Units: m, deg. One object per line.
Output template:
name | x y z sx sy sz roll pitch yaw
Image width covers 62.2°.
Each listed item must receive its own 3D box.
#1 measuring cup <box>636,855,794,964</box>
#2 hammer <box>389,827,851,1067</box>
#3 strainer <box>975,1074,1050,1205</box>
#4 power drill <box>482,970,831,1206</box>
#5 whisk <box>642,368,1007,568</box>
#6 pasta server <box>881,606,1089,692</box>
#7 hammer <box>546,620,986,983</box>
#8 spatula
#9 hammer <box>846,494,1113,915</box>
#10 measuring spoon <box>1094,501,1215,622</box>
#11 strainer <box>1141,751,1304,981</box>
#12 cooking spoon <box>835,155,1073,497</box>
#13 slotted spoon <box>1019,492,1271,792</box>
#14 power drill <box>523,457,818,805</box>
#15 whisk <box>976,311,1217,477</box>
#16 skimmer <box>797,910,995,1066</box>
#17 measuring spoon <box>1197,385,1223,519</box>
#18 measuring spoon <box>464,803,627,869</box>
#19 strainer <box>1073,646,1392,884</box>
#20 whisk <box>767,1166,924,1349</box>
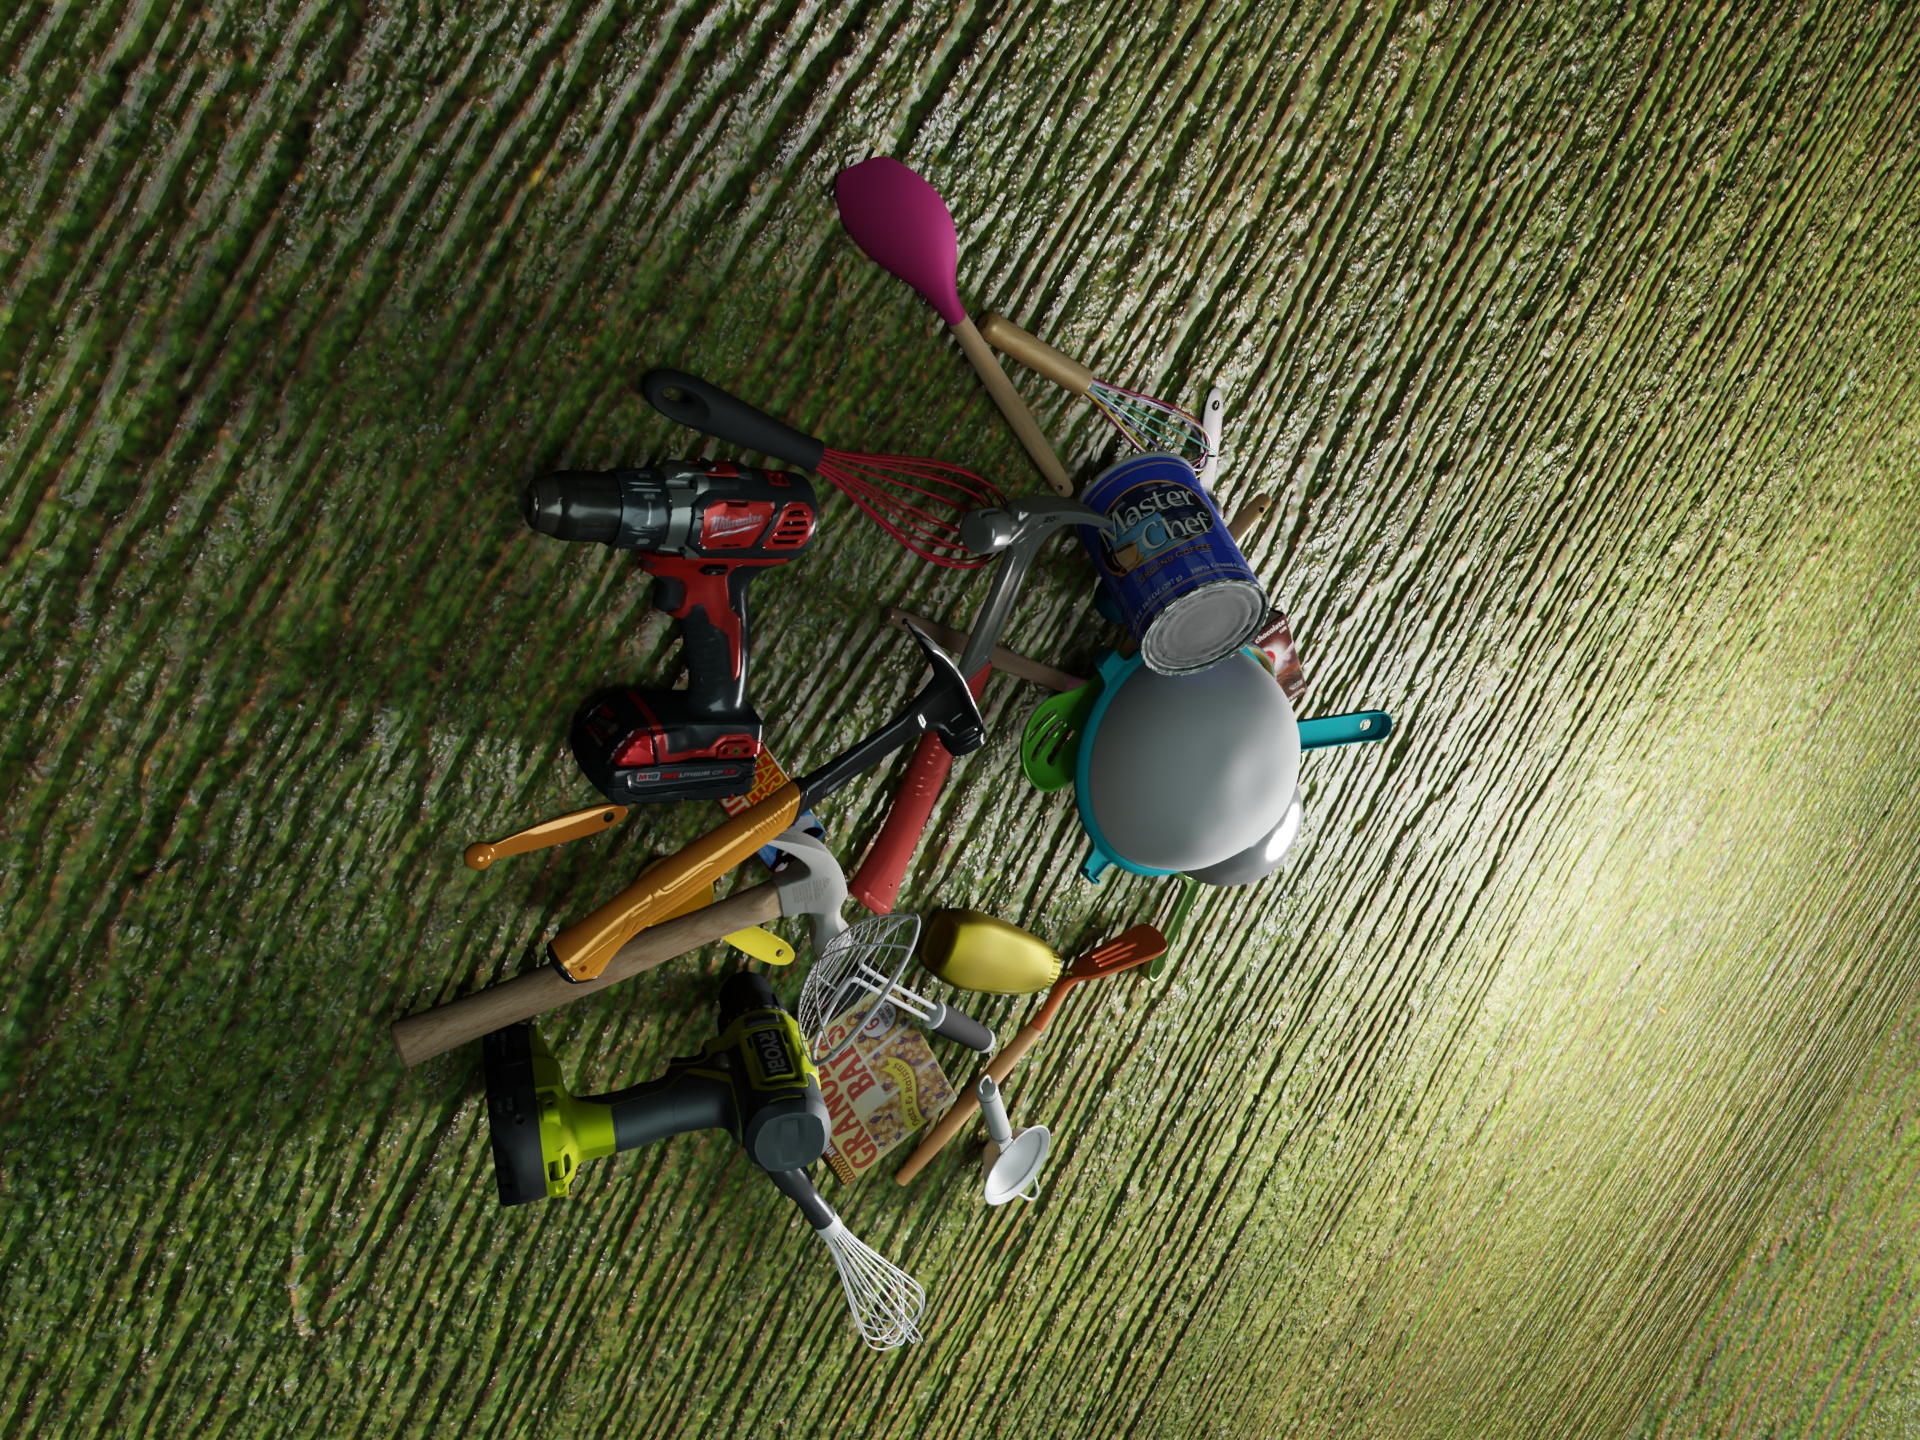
measuring cup | -0.183 0.148 1.197 0.062 0.029 0.156 -53 133 -1
hammer | -0.236 0.165 1.128 0.331 0.031 0.130 -20 123 -21
strainer | 0.036 0.366 1.410 0.087 0.050 0.258 -43 149 -20
power drill | -0.220 0.256 1.141 0.228 0.191 0.080 -7 117 -16
whisk | -0.083 -0.174 1.087 0.295 0.073 0.073 19 101 -33
pasta server | 0.067 -0.037 1.269 0.316 0.040 0.060 19 92 -38
hammer | -0.136 0.066 1.080 0.337 0.034 0.127 -35 143 -7
spatula | 0.058 0.298 1.423 0.041 0.081 0.322 41 91 -12
hammer | -0.002 -0.004 1.198 0.149 0.037 0.359 -12 132 -51
measuring spoon | 0.161 -0.129 1.282 0.128 0.021 0.042 -45 107 2
strainer | 0.239 0.143 1.442 0.151 0.069 0.256 0 119 -48
cooking spoon | 0.009 -0.263 1.114 0.069 0.017 0.318 -15 140 24
slotted spoon | 0.150 -0.069 1.279 0.314 0.031 0.070 -48 122 -12
power drill | -0.198 -0.062 1.033 0.187 0.080 0.226 -2 118 -34
whisk | 0.107 -0.241 1.193 0.244 0.051 0.047 22 105 -36
skimmer | -0.023 0.234 1.236 0.127 0.090 0.363 -55 150 -5
measuring spoon | 0.205 -0.209 1.291 0.034 0.018 0.124 -14 119 -29
measuring spoon | -0.285 0.081 1.101 0.117 0.011 0.021 -18 121 -27
strainer | 0.254 0.030 1.303 0.340 0.095 0.211 -7 108 -31
whisk | -0.101 0.459 1.388 0.070 0.070 0.284 -37 123 -14
